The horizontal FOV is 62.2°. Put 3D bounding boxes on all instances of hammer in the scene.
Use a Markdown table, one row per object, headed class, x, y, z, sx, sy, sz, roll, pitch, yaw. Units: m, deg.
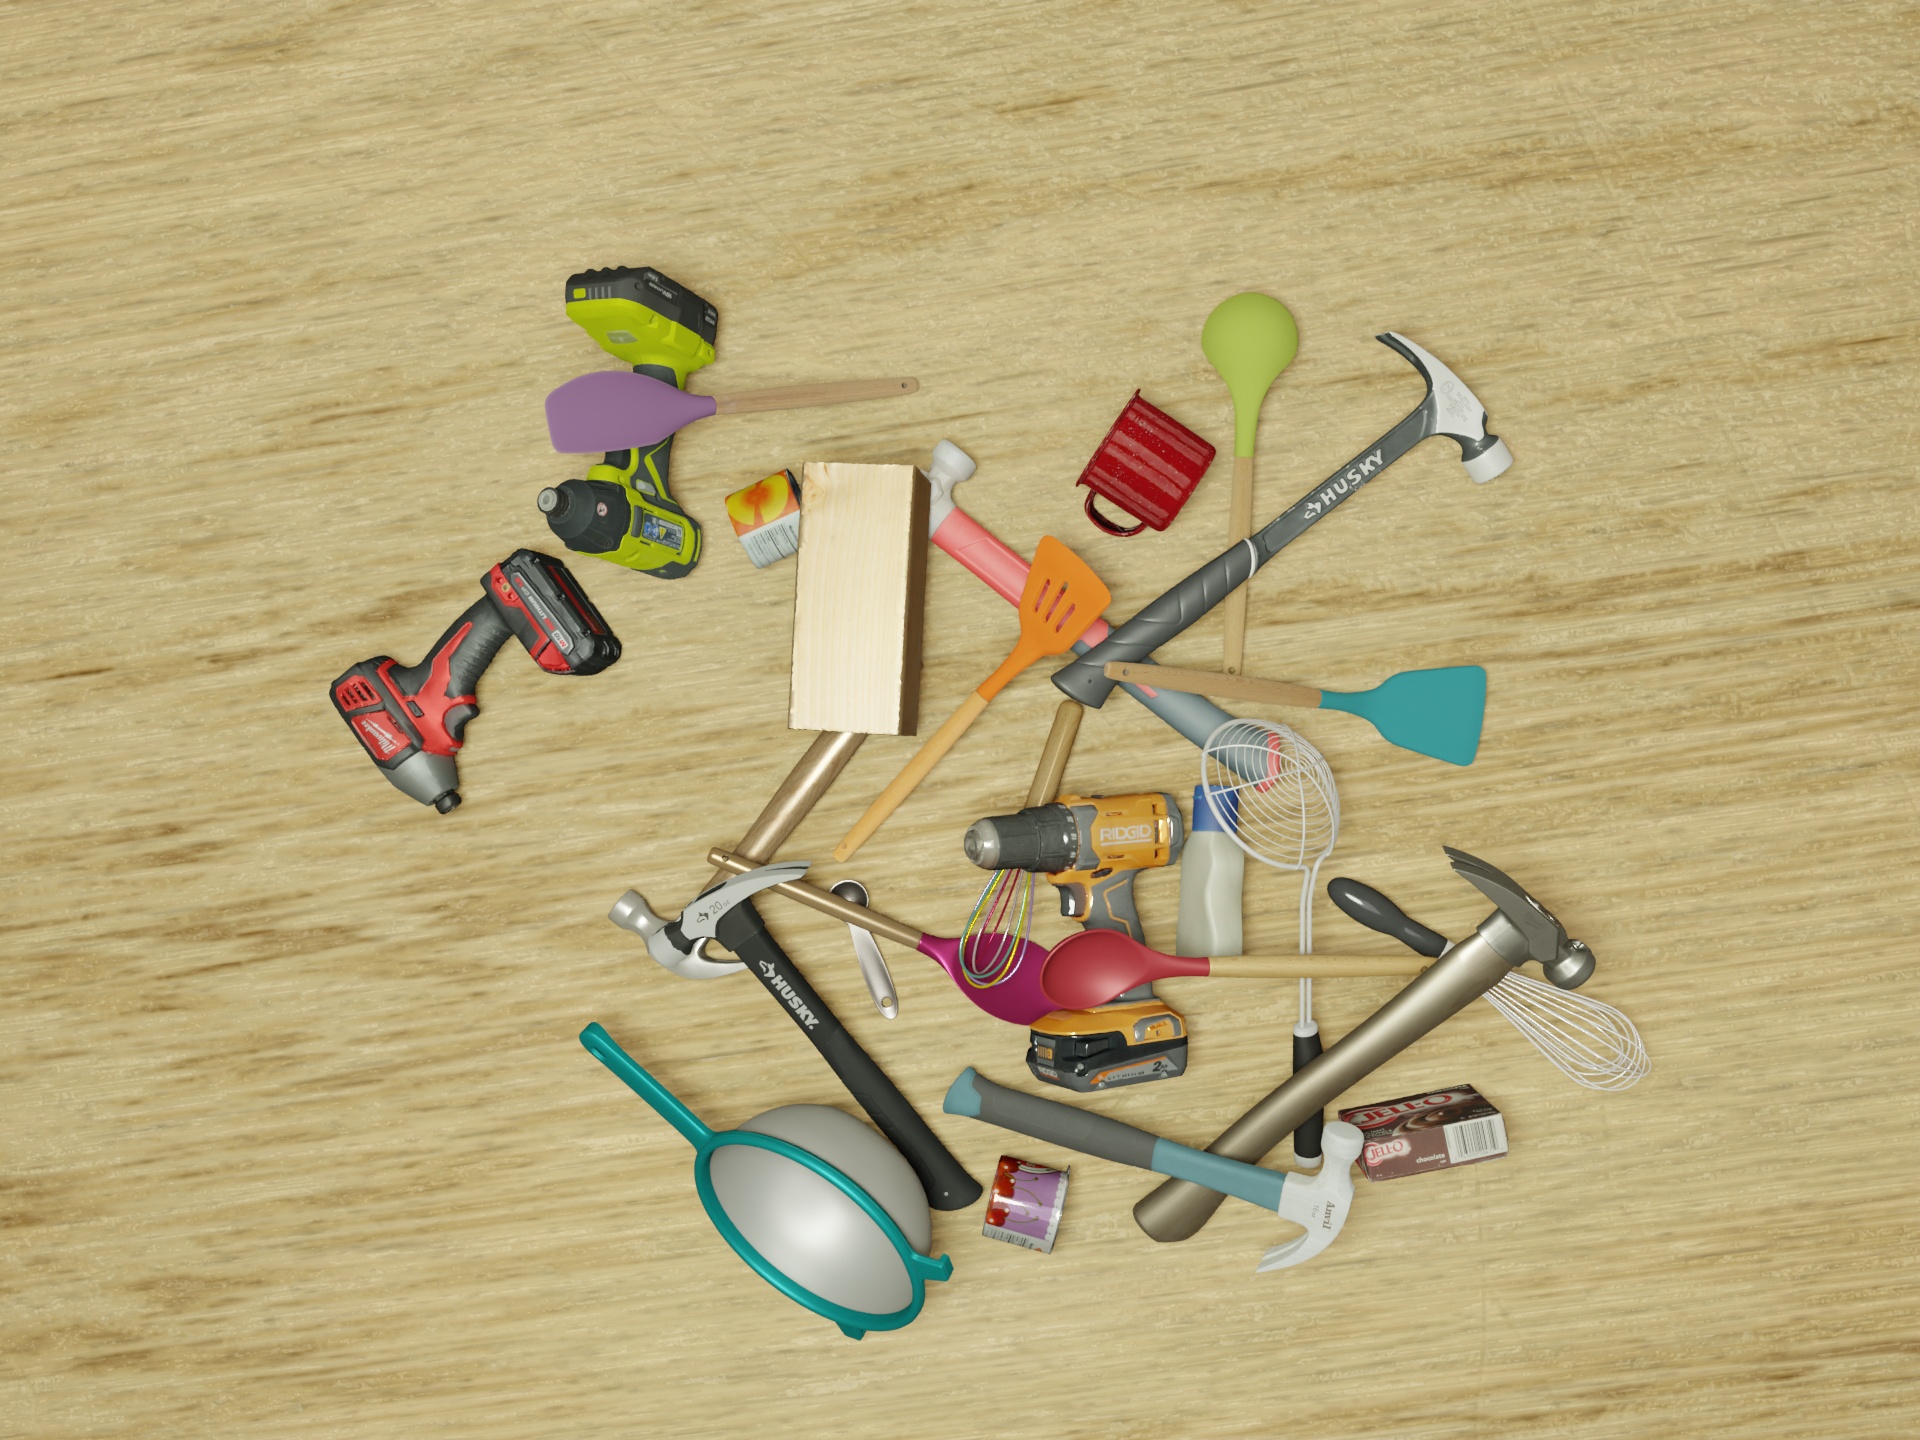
| class | x | y | z | sx | sy | sz | roll | pitch | yaw |
| --- | --- | --- | --- | --- | --- | --- | --- | --- | --- |
| hammer | 0.140 | 0.334 | 1.247 | 0.331 | 0.033 | 0.128 | 12 | 105 | 22 |
| hammer | -0.142 | 0.075 | 1.319 | 0.130 | 0.031 | 0.331 | 38 | 91 | 4 |
| hammer | 0.094 | -0.058 | 1.304 | 0.386 | 0.038 | 0.143 | 38 | 93 | 3 |
| hammer | 0.241 | -0.146 | 1.264 | 0.409 | 0.036 | 0.149 | -37 | 101 | -3 |
| hammer | 0.278 | 0.266 | 1.220 | 0.146 | 0.038 | 0.410 | 39 | 111 | -16 |
| hammer | -0.094 | 0.262 | 1.284 | 0.146 | 0.035 | 0.334 | -37 | 96 | 15 |

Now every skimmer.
| class | x | y | z | sx | sy | sz | roll | pitch | yaw |
| --- | --- | --- | --- | --- | --- | --- | --- | --- | --- |
| skimmer | 0.251 | 0.180 | 1.264 | 0.127 | 0.090 | 0.363 | -17 | 111 | -37 |

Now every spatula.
| class | x | y | z | sx | sy | sz | roll | pitch | yaw |
| --- | --- | --- | --- | --- | --- | --- | --- | --- | --- |
| spatula | -0.002 | -0.004 | 1.282 | 0.322 | 0.041 | 0.081 | -48 | 66 | 13 |
| spatula | 0.266 | -0.022 | 1.264 | 0.317 | 0.044 | 0.082 | 7 | 93 | -16 |
| spatula | -0.171 | -0.252 | 1.248 | 0.316 | 0.018 | 0.060 | -12 | 97 | -30 |

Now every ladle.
| class | x | y | z | sx | sy | sz | roll | pitch | yaw |
| --- | --- | --- | --- | --- | --- | --- | --- | --- | --- |
| ladle | 0.230 | -0.188 | 1.302 | 0.078 | 0.062 | 0.320 | 3 | 96 | 8 |
| ladle | 0.212 | 0.185 | 1.201 | 0.315 | 0.031 | 0.069 | 1 | 114 | -8 |

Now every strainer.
| class | x | y | z | sx | sy | sz | roll | pitch | yaw |
| --- | --- | --- | --- | --- | --- | --- | --- | --- | --- |
| strainer | -0.148 | 0.334 | 1.262 | 0.340 | 0.211 | 0.095 | 41 | 47 | 3 |

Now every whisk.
| class | x | y | z | sx | sy | sz | roll | pitch | yaw |
| --- | --- | --- | --- | --- | --- | --- | --- | --- | --- |
| whisk | 0.419 | 0.206 | 1.274 | 0.284 | 0.070 | 0.070 | 31 | 91 | 9 |
| whisk | 0.050 | 0.099 | 1.293 | 0.051 | 0.047 | 0.245 | 22 | 80 | -18 |

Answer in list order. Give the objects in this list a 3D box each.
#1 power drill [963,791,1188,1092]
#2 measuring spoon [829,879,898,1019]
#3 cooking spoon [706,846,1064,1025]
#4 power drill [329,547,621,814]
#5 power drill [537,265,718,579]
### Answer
| class | x | y | z | sx | sy | sz | roll | pitch | yaw |
| --- | --- | --- | --- | --- | --- | --- | --- | --- | --- |
| power drill | 0.092 | 0.171 | 1.248 | 0.185 | 0.084 | 0.226 | -2 | 88 | -29 |
| measuring spoon | -0.078 | 0.190 | 1.324 | 0.034 | 0.018 | 0.124 | -20 | 95 | 1 |
| cooking spoon | -0.057 | 0.170 | 1.298 | 0.319 | 0.017 | 0.069 | 23 | 76 | -5 |
| power drill | -0.399 | -0.031 | 1.316 | 0.219 | 0.078 | 0.143 | -36 | 87 | 5 |
| power drill | -0.265 | -0.237 | 1.264 | 0.080 | 0.171 | 0.223 | 2 | 84 | 25 |
